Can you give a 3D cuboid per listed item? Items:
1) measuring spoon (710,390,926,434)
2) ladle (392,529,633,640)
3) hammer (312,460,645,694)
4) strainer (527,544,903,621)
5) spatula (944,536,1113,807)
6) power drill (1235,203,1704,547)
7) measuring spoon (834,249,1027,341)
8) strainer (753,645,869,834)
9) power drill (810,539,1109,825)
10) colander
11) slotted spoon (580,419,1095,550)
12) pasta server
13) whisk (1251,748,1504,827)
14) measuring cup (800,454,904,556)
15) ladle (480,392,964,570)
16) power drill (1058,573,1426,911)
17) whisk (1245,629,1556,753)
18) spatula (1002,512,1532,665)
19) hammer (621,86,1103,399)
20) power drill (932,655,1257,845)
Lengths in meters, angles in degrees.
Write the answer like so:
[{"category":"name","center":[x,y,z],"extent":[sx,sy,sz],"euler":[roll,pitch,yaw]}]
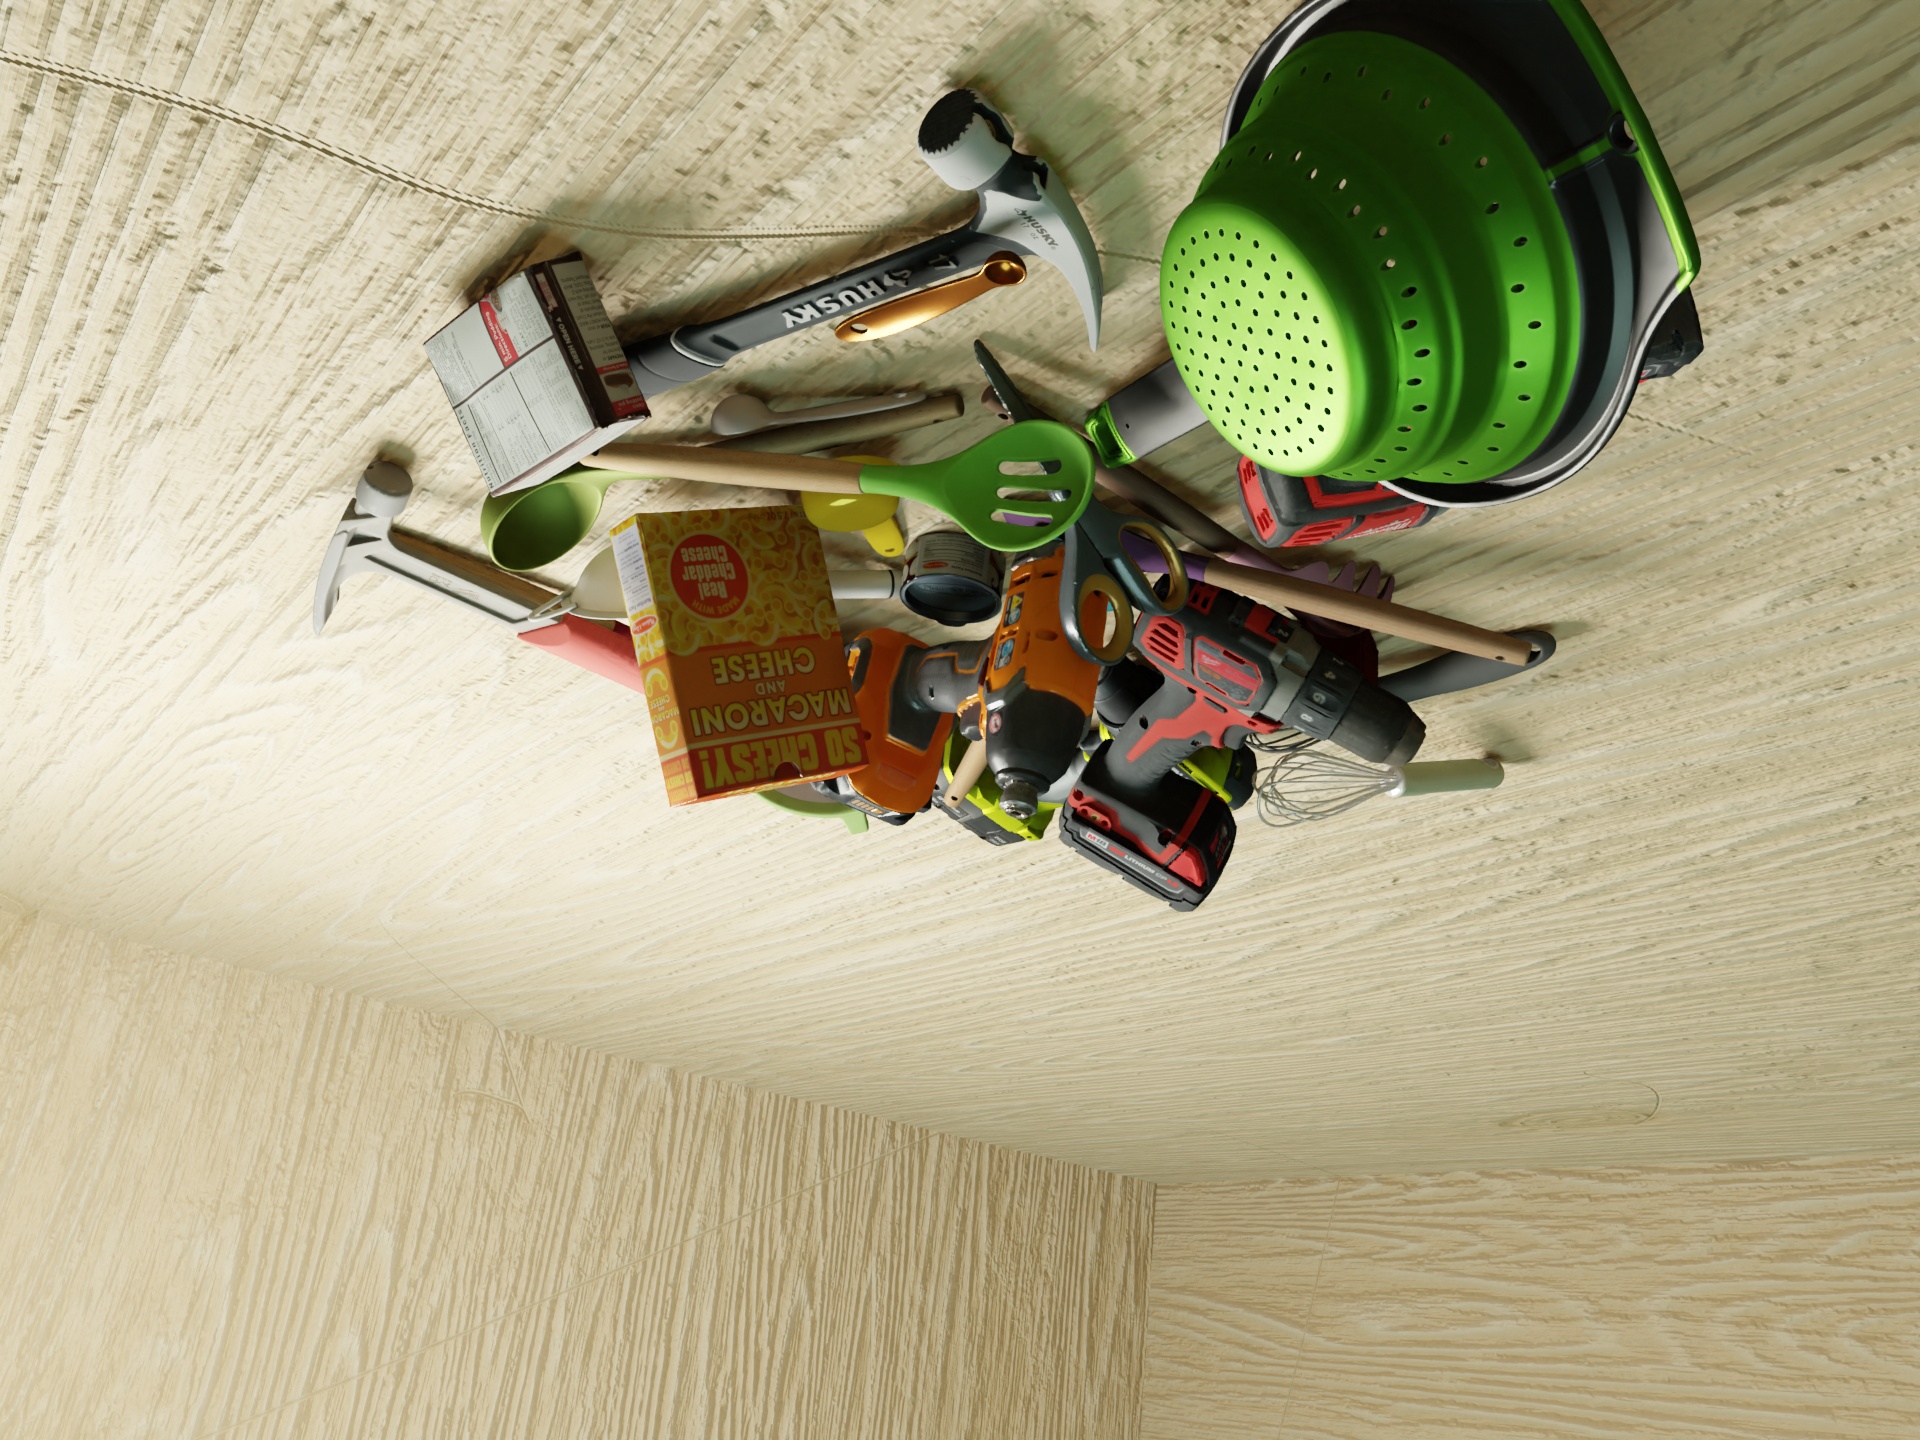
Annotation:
[{"category":"measuring spoon","center":[-0.079,-0.175,0.867],"extent":[0.124,0.034,0.018],"euler":[-5,117,14]},{"category":"ladle","center":[-0.275,-0.077,1.146],"extent":[0.315,0.031,0.069],"euler":[22,148,-27]},{"category":"hammer","center":[-0.252,-0.043,1.083],"extent":[0.359,0.037,0.149],"euler":[25,132,-17]},{"category":"strainer","center":[-0.141,-0.088,1.007],"extent":[0.258,0.050,0.087],"euler":[-2,-158,-23]},{"category":"spatula","center":[0.038,-0.022,1.080],"extent":[0.082,0.044,0.317],"euler":[27,139,-1]},{"category":"power drill","center":[0.231,-0.149,0.742],"extent":[0.143,0.079,0.219],"euler":[-11,166,-15]},{"category":"measuring spoon","center":[-0.016,-0.194,0.727],"extent":[0.117,0.011,0.021],"euler":[-8,157,42]},{"category":"strainer","center":[-0.147,-0.023,1.164],"extent":[0.256,0.069,0.151],"euler":[22,122,-15]},{"category":"power drill","center":[-0.002,-0.003,0.973],"extent":[0.084,0.164,0.226],"euler":[26,153,-29]},{"category":"colander","center":[0.114,-0.151,0.669],"extent":[0.094,0.204,0.397],"euler":[-30,-175,-19]},{"category":"slotted spoon","center":[-0.073,-0.134,0.854],"extent":[0.314,0.070,0.031],"euler":[8,172,22]},{"category":"pasta server","center":[0.138,-0.119,0.926],"extent":[0.316,0.040,0.060],"euler":[26,151,-29]},{"category":"whisk","center":[0.309,0.045,1.157],"extent":[0.246,0.059,0.058],"euler":[-2,-154,-32]},{"category":"measuring cup","center":[-0.054,-0.116,0.952],"extent":[0.062,0.029,0.156],"euler":[-11,165,7]},{"category":"ladle","center":[-0.144,-0.140,0.922],"extent":[0.320,0.062,0.078],"euler":[-7,174,24]},{"category":"power drill","center":[0.175,0.024,1.032],"extent":[0.188,0.080,0.226],"euler":[29,135,8]},{"category":"whisk","center":[0.288,-0.022,1.086],"extent":[0.239,0.055,0.055],"euler":[-18,146,37]},{"category":"spatula","center":[0.167,-0.079,0.917],"extent":[0.316,0.018,0.059],"euler":[17,163,23]},{"category":"hammer","center":[-0.114,-0.195,0.812],"extent":[0.409,0.036,0.149],"euler":[-9,153,35]},{"category":"power drill","center":[0.085,0.021,1.204],"extent":[0.228,0.080,0.190],"euler":[-14,145,36]}]
